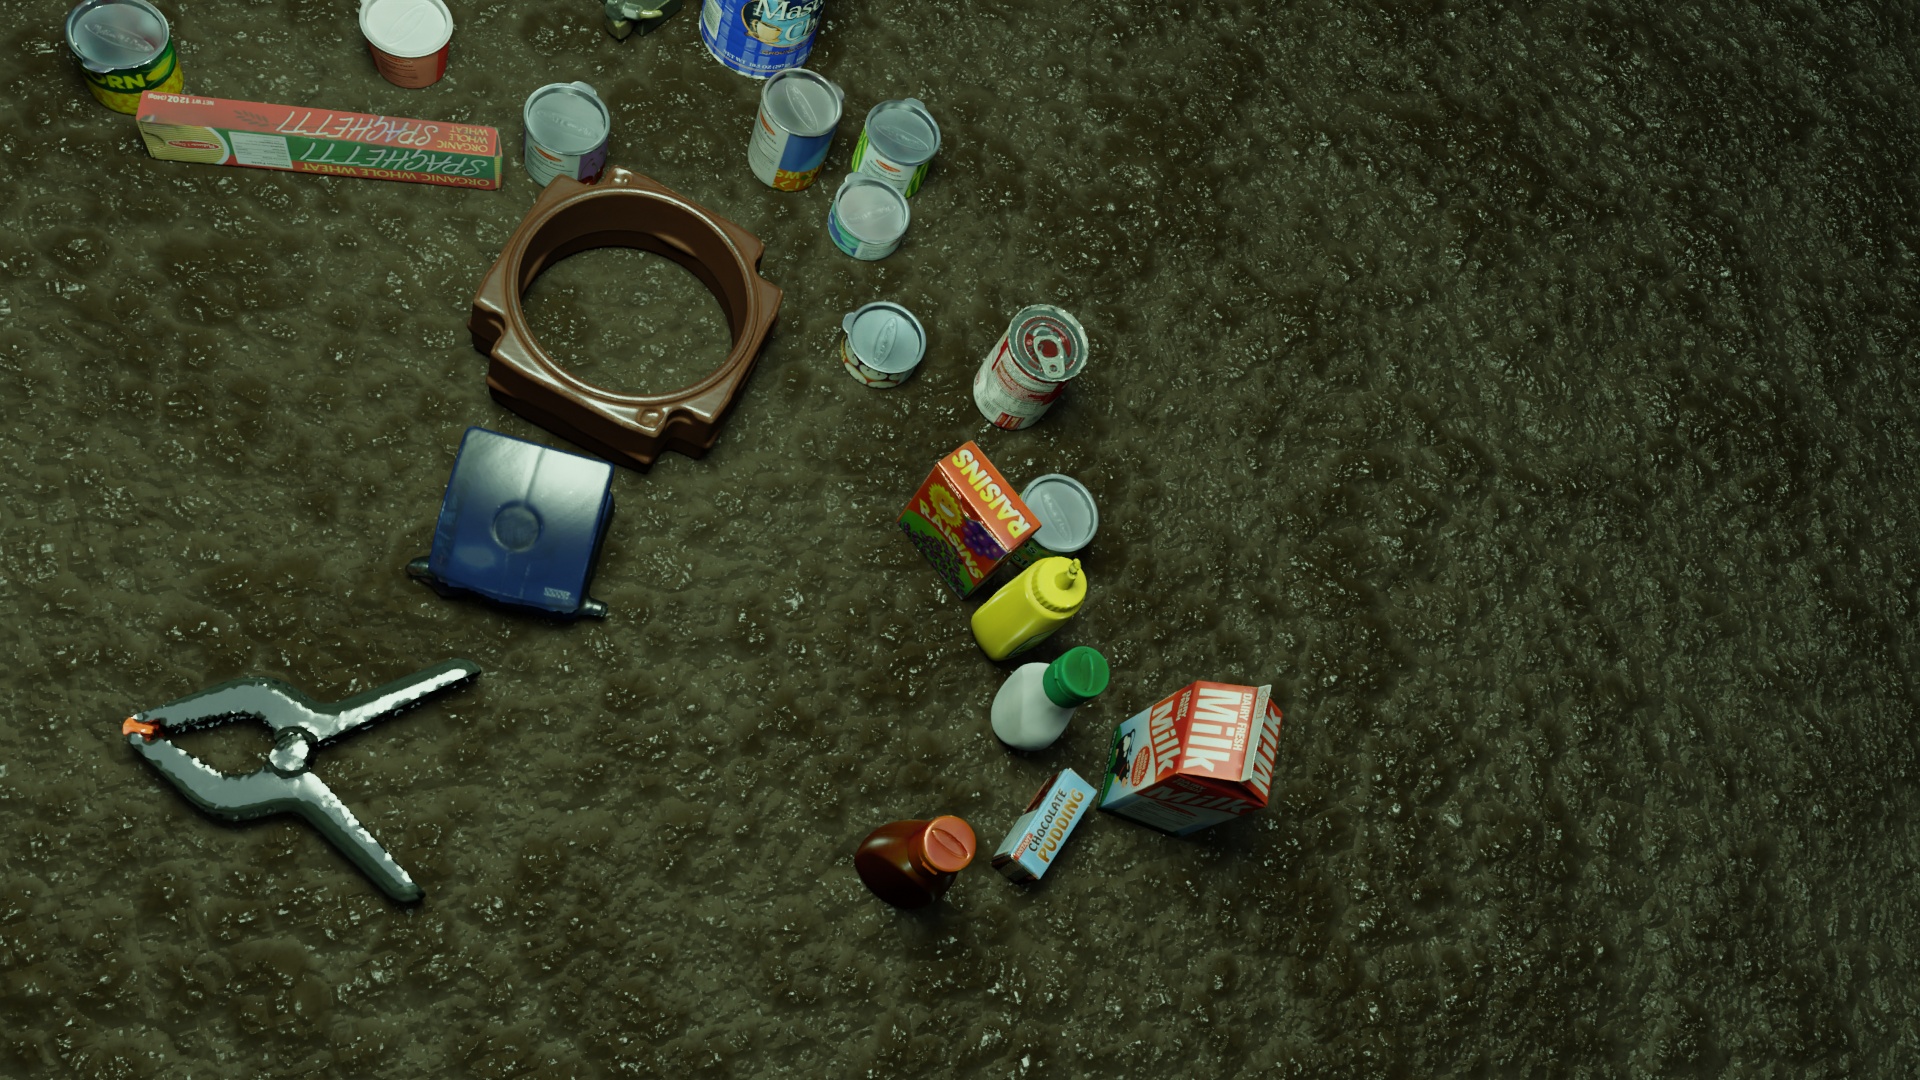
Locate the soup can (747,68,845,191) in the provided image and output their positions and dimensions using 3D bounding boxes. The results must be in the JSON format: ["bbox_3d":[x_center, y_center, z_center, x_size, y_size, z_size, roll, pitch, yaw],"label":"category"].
[{"bbox_3d":[-0.138,-0.344,1.167,0.071,0.083,0.071,6,69,-16],"label":"soup can"}]

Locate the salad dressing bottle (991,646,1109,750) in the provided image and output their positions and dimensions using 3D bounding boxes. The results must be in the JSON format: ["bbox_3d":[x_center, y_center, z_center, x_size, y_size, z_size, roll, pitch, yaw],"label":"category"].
[{"bbox_3d":[0.065,0.115,1.022,0.044,0.147,0.064,8,68,-15],"label":"salad dressing bottle"}]

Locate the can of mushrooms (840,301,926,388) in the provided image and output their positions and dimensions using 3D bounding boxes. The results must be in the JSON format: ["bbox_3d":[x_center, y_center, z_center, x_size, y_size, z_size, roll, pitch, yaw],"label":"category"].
[{"bbox_3d":[-0.067,-0.162,1.149,0.071,0.033,0.071,6,68,-16],"label":"can of mushrooms"}]

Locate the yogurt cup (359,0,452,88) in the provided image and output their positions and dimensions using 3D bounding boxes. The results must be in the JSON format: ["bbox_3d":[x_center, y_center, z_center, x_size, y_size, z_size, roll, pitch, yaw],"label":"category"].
[{"bbox_3d":[-0.440,-0.399,1.107,0.072,0.053,0.072,6,69,-16],"label":"yogurt cup"}]

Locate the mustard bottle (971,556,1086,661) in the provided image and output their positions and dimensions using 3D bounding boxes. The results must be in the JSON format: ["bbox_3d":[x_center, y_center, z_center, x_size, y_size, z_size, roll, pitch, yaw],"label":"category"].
[{"bbox_3d":[0.058,0.047,1.039,0.065,0.159,0.049,-26,80,-24],"label":"mustard bottle"}]

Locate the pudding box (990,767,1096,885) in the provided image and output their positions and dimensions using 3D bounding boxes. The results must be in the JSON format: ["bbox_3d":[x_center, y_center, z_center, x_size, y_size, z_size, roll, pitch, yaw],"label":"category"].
[{"bbox_3d":[0.062,0.214,1.038,0.030,0.049,0.084,39,64,-1],"label":"pudding box"}]

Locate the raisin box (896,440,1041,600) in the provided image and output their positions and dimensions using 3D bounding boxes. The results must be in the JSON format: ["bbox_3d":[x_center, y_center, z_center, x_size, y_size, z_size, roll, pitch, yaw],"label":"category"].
[{"bbox_3d":[0.004,-0.013,1.065,0.040,0.123,0.086,-36,84,-26],"label":"raisin box"}]

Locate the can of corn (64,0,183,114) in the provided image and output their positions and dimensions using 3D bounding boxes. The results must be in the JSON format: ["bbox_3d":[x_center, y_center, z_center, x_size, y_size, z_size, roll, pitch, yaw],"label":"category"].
[{"bbox_3d":[-0.620,-0.358,1.031,0.071,0.058,0.071,6,69,-16],"label":"can of corn"}]

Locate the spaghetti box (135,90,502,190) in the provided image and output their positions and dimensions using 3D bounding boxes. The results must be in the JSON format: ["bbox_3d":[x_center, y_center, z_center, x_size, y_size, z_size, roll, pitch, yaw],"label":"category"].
[{"bbox_3d":[-0.481,-0.303,1.059,0.250,0.050,0.029,1,70,-17],"label":"spaghetti box"}]

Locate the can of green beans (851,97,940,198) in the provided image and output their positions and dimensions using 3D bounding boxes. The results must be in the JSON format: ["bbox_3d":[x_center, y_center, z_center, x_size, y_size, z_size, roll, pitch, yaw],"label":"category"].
[{"bbox_3d":[-0.056,-0.338,1.205,0.071,0.057,0.071,6,69,-16],"label":"can of green beans"}]

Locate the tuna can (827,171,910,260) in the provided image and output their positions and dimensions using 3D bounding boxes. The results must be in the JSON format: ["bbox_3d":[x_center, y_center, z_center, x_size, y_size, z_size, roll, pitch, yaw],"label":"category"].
[{"bbox_3d":[-0.080,-0.277,1.188,0.071,0.032,0.071,6,68,-16],"label":"tuna can"}]

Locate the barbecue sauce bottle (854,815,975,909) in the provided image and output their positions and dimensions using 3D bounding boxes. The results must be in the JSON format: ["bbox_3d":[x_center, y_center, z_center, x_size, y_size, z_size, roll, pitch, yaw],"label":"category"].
[{"bbox_3d":[-0.028,0.218,0.952,0.065,0.148,0.044,40,64,-1],"label":"barbecue sauce bottle"}]

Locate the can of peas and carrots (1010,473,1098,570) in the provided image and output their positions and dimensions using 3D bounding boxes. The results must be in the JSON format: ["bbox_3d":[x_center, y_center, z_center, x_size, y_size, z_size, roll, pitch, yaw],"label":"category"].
[{"bbox_3d":[0.068,-0.012,1.121,0.071,0.058,0.071,6,69,-16],"label":"can of peas and carrots"}]

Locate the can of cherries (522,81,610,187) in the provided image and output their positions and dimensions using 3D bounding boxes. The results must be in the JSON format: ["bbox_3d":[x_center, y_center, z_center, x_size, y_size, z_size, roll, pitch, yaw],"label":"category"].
[{"bbox_3d":[-0.315,-0.324,1.116,0.071,0.058,0.072,6,69,-16],"label":"can of cherries"}]

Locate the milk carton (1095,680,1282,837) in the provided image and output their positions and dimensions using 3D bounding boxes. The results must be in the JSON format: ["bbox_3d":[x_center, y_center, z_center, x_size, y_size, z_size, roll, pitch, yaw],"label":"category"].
[{"bbox_3d":[0.174,0.159,1.016,0.073,0.189,0.072,22,65,-9],"label":"milk carton"}]
